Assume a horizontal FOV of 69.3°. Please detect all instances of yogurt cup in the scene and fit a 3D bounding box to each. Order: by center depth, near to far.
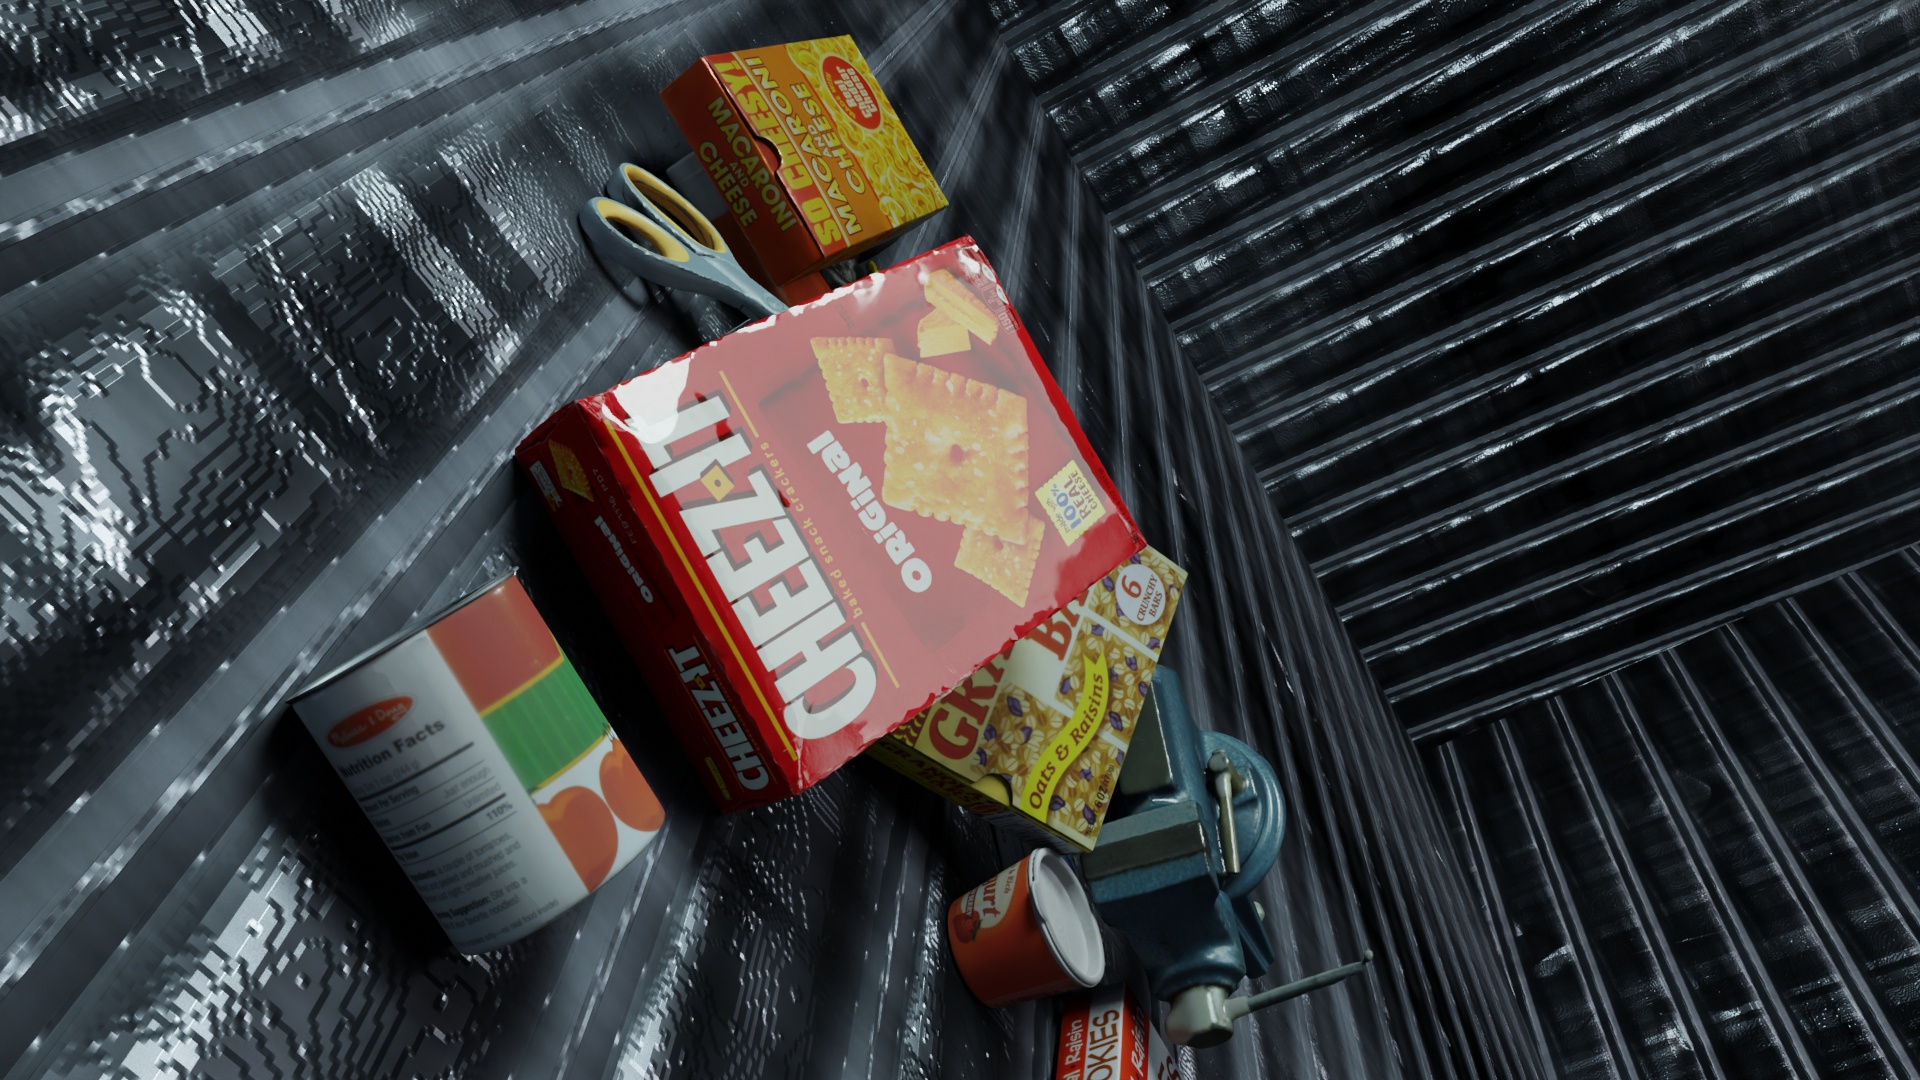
[{"bbox_3d":[0.030,0.189,0.666,0.072,0.054,0.073,53,19,-28],"label":"yogurt cup"}]

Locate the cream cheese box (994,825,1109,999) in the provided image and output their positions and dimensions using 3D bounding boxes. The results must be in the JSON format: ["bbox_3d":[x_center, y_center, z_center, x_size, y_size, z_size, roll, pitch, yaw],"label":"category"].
[{"bbox_3d":[0.048,0.194,0.759,0.053,0.024,0.104,41,27,-47],"label":"cream cheese box"}]

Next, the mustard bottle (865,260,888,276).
[{"bbox_3d":[-0.029,-0.160,1.033,0.160,0.048,0.065,42,27,-47],"label":"mustard bottle"}]

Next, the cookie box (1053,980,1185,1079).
[{"bbox_3d":[0.101,0.325,0.689,0.167,0.040,0.123,59,17,-14],"label":"cookie box"}]

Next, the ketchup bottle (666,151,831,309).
[{"bbox_3d":[-0.112,-0.159,0.803,0.148,0.043,0.065,57,22,-16],"label":"ketchup bottle"}]

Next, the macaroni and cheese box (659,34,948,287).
[{"bbox_3d":[-0.084,-0.226,0.809,0.123,0.040,0.167,58,32,-8],"label":"macaroni and cheese box"}]

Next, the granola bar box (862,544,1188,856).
[{"bbox_3d":[0.036,0.057,0.702,0.124,0.039,0.166,32,62,-17],"label":"granola bar box"}]

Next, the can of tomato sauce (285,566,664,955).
[{"bbox_3d":[-0.130,0.059,0.383,0.083,0.071,0.071,60,17,-9],"label":"can of tomato sauce"}]

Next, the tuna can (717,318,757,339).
[{"bbox_3d":[-0.100,-0.083,0.739,0.071,0.033,0.071,52,20,-28],"label":"tuna can"}]
